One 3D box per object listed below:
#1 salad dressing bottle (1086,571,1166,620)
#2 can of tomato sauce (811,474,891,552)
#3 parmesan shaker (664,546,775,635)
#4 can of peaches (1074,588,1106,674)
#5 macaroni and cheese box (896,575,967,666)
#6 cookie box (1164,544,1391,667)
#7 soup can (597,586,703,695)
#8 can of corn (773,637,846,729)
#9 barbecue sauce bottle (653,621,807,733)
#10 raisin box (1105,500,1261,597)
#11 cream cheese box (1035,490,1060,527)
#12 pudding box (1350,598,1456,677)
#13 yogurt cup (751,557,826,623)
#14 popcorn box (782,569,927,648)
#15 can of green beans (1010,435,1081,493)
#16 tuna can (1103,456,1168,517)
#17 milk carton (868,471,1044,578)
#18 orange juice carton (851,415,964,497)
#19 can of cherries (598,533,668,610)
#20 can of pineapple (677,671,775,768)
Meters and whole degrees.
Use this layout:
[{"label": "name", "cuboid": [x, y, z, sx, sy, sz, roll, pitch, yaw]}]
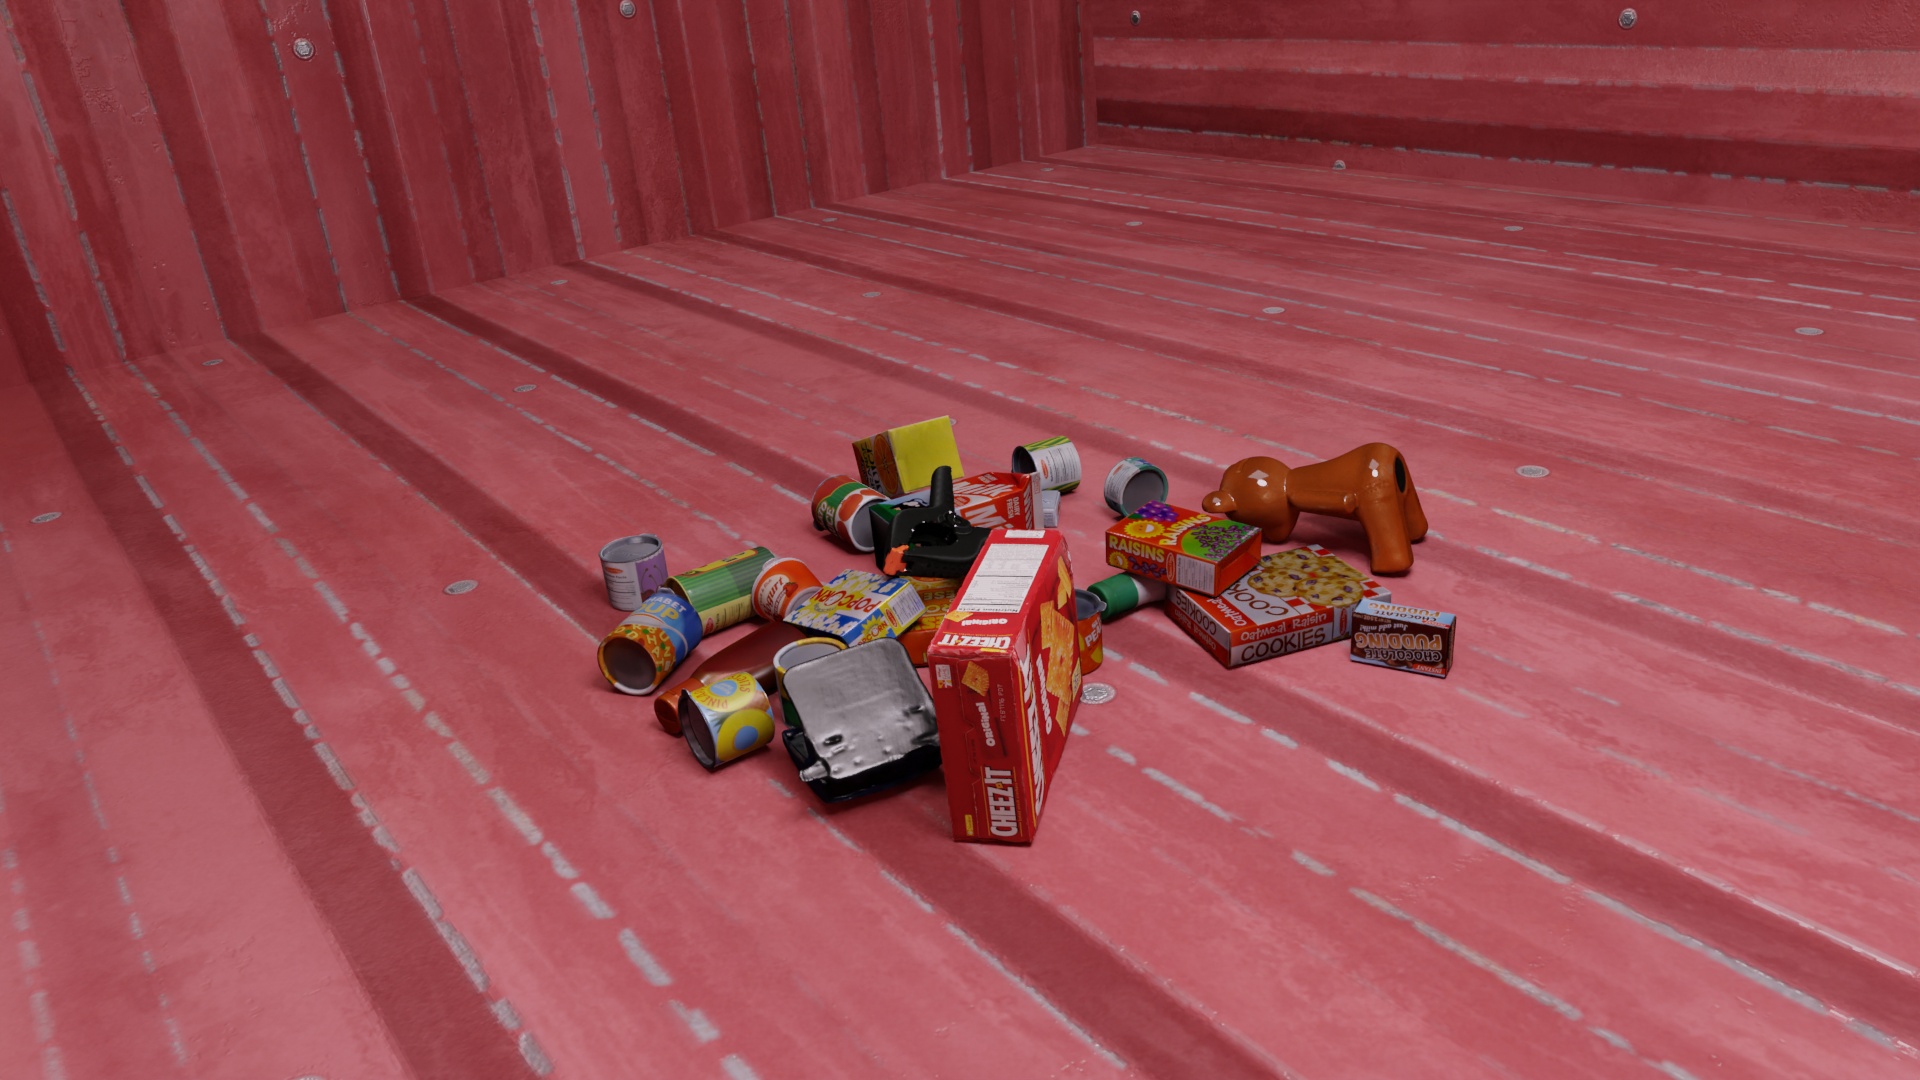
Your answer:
[{"label": "salad dressing bottle", "cuboid": [0.189, 0.037, 1.355, 0.148, 0.043, 0.064, -21, 30, -30]}, {"label": "can of tomato sauce", "cuboid": [-0.118, -0.029, 1.539, 0.071, 0.071, 0.083, -20, 29, -30]}, {"label": "parmesan shaker", "cuboid": [-0.235, 0.053, 1.387, 0.103, 0.071, 0.071, -21, 28, -32]}, {"label": "can of peaches", "cuboid": [0.098, 0.083, 1.255, 0.071, 0.057, 0.071, -4, 24, 2]}, {"label": "macaroni and cheese box", "cuboid": [0.002, 0.062, 1.343, 0.124, 0.040, 0.167, -6, 24, 3]}, {"label": "cookie box", "cuboid": [0.292, 0.059, 1.292, 0.168, 0.040, 0.123, -12, 25, -16]}, {"label": "soup can", "cuboid": [-0.290, 0.093, 1.298, 0.071, 0.071, 0.084, 3, 26, 19]}, {"label": "can of corn", "cuboid": [-0.124, 0.125, 1.210, 0.071, 0.058, 0.071, -5, 24, 2]}, {"label": "barbecue sauce bottle", "cuboid": [-0.206, 0.123, 1.250, 0.065, 0.043, 0.149, 15, 32, 39]}, {"label": "raisin box", "cuboid": [0.211, 0.006, 1.320, 0.123, 0.040, 0.086, 18, 34, 36]}, {"label": "cream cheese box", "cuboid": [0.059, -0.035, 1.563, 0.104, 0.024, 0.053, -1, 24, 9]}, {"label": "pudding box", "cuboid": [0.383, 0.084, 1.204, 0.084, 0.049, 0.030, 10, 27, 30]}, {"label": "yogurt cup", "cuboid": [-0.163, 0.058, 1.361, 0.073, 0.072, 0.054, -22, 37, -32]}, {"label": "popcorn box", "cuboid": [-0.099, 0.070, 1.289, 0.085, 0.038, 0.126, -40, 23, -24]}, {"label": "can of green beans", "cuboid": [0.100, -0.084, 1.613, 0.058, 0.071, 0.071, -15, 26, -21]}, {"label": "tuna can", "cuboid": [0.196, -0.055, 1.533, 0.071, 0.070, 0.033, -16, 27, -22]}, {"label": "milk carton", "cuboid": [0.005, -0.019, 1.481, 0.191, 0.072, 0.073, -16, 26, -23]}, {"label": "orange juice carton", "cuboid": [-0.068, -0.090, 1.575, 0.073, 0.071, 0.192, -16, 4, -20]}, {"label": "can of cherries", "cuboid": [-0.339, 0.033, 1.458, 0.071, 0.058, 0.072, -5, 24, 3]}, {"label": "can of pineapple", "cuboid": [-0.196, 0.148, 1.161, 0.058, 0.070, 0.071, -21, 28, -31]}]
